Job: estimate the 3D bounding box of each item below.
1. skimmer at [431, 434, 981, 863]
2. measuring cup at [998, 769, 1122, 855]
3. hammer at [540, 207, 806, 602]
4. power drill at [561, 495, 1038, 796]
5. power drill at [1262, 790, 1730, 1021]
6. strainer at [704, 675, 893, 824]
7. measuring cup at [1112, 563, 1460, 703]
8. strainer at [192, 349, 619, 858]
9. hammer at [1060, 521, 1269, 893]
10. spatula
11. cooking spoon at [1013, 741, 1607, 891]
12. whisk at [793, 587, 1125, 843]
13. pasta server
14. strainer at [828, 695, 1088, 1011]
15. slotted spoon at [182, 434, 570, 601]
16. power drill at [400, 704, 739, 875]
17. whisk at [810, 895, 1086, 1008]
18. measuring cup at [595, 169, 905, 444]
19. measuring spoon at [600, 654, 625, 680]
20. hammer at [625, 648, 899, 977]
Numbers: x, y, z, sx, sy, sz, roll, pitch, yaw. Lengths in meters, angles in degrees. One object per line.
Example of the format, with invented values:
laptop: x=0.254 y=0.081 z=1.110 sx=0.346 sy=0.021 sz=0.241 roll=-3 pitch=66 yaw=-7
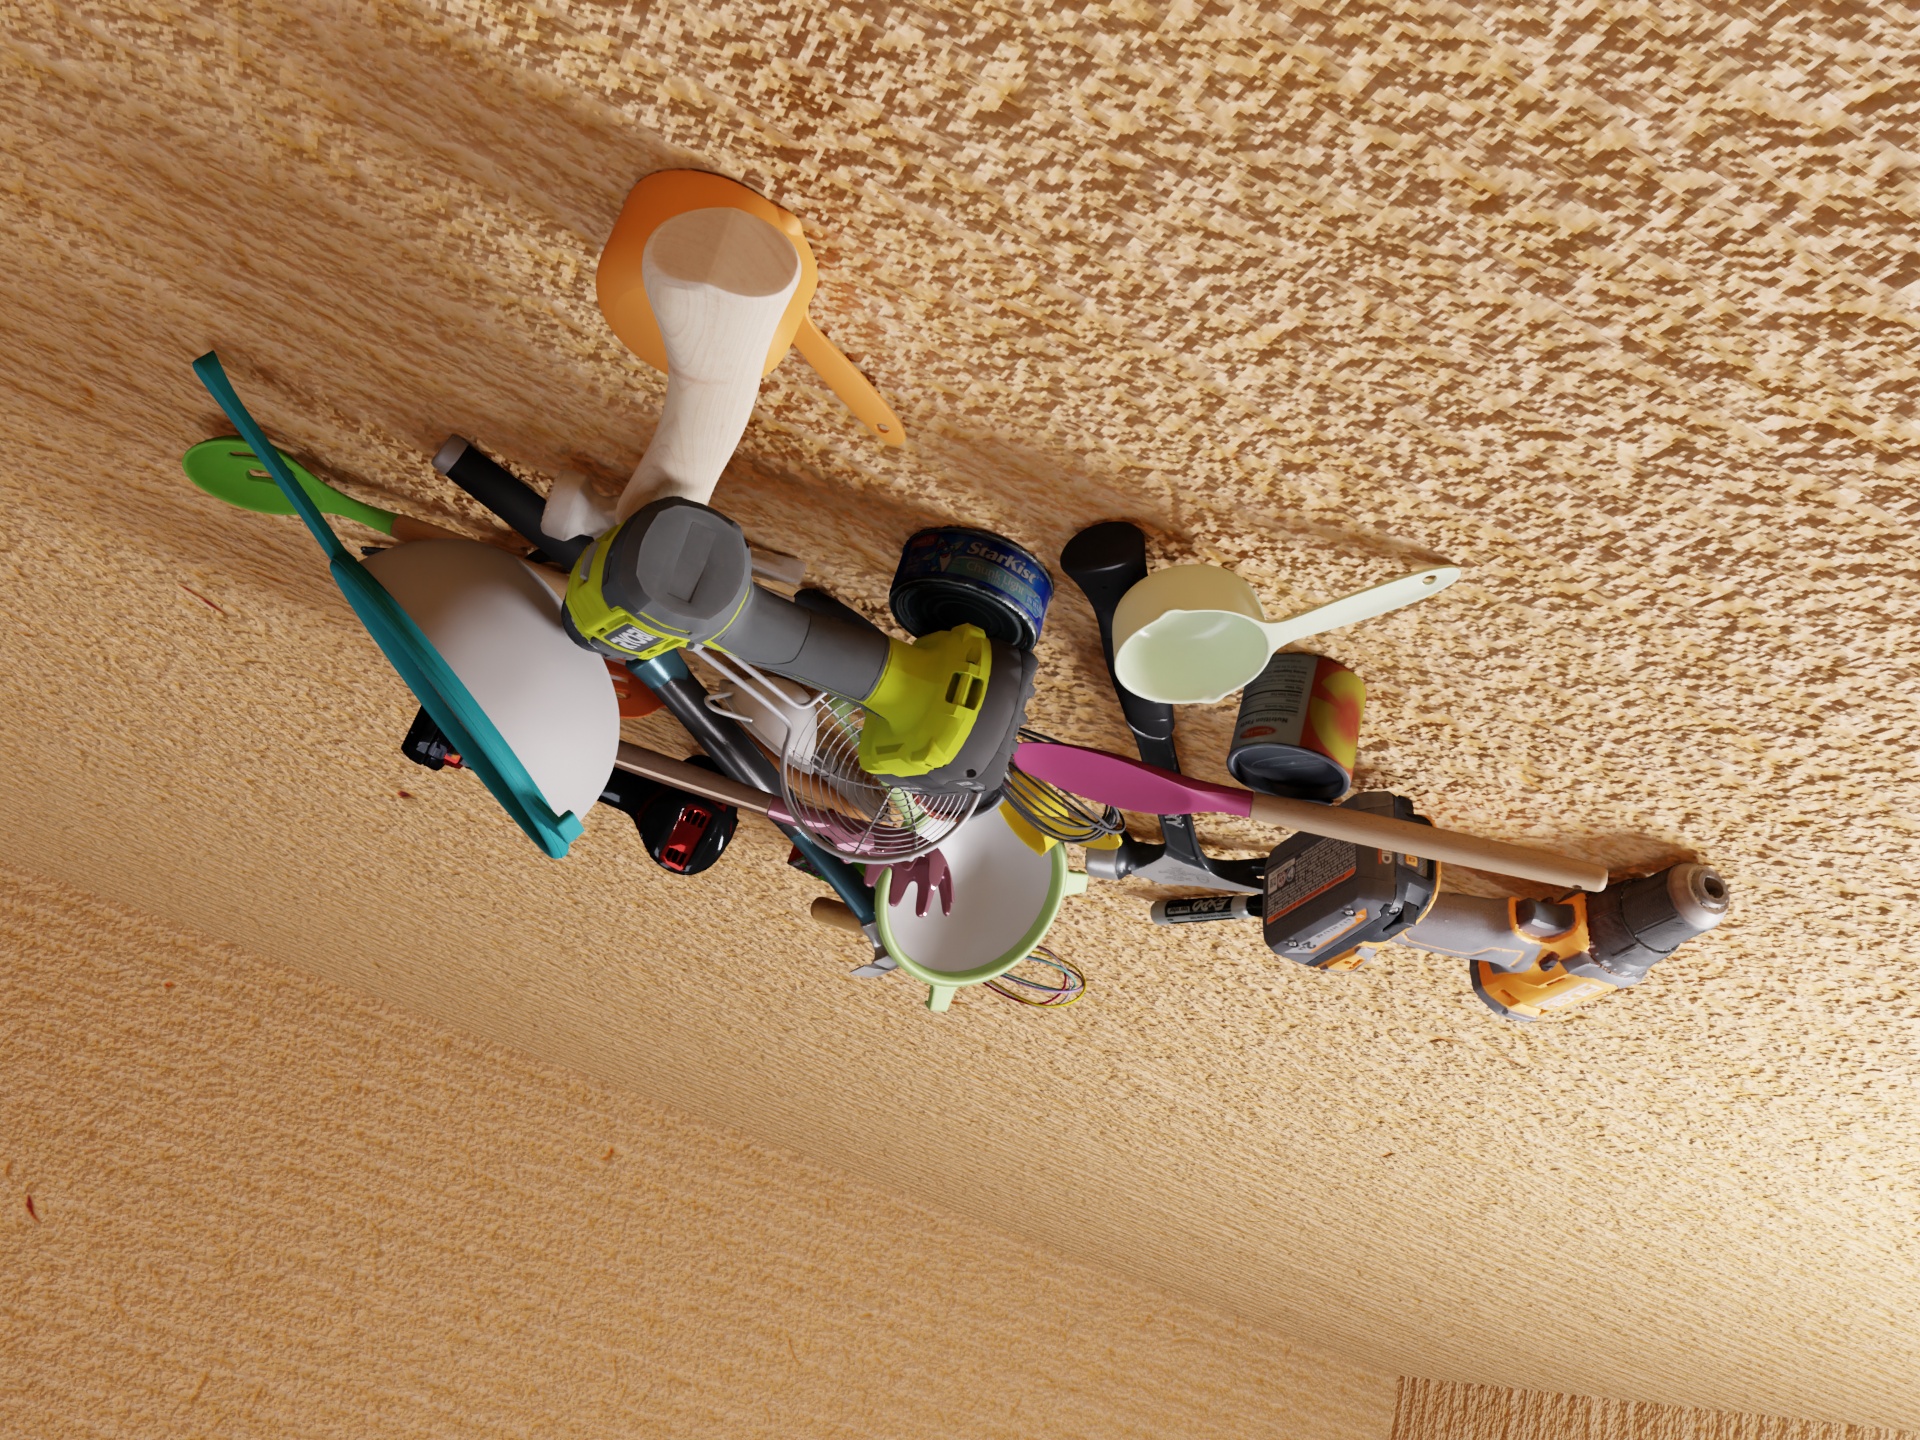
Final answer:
skimmer: x=-0.144 y=-0.048 z=0.928 sx=0.363 sy=0.127 sz=0.090 roll=38 pitch=166 yaw=-21
measuring cup: x=0.070 y=0.062 z=1.030 sx=0.062 sy=0.029 sz=0.156 roll=58 pitch=160 yaw=-16
hammer: x=-0.111 y=-0.121 z=0.710 sx=0.146 sy=0.038 sz=0.410 roll=19 pitch=169 yaw=-12
power drill: x=-0.094 y=-0.035 z=0.827 sx=0.228 sy=0.080 sz=0.190 roll=23 pitch=166 yaw=-22
power drill: x=0.321 y=0.112 z=0.959 sx=0.226 sy=0.084 sz=0.185 roll=17 pitch=149 yaw=-16
strainer: x=-0.098 y=0.024 z=1.108 sx=0.087 sy=0.050 sz=0.258 roll=50 pitch=-179 yaw=31
measuring cup: x=0.153 y=-0.057 z=0.766 sx=0.167 sy=0.038 sz=0.083 roll=-17 pitch=143 yaw=15
strainer: x=-0.297 y=-0.081 z=0.912 sx=0.340 sy=0.095 sz=0.211 roll=56 pitch=162 yaw=-8
hammer: x=0.119 y=0.012 z=0.944 sx=0.149 sy=0.036 sz=0.408 roll=8 pitch=153 yaw=18
spatula: x=-0.162 y=0.019 z=1.133 sx=0.041 sy=0.081 sz=0.322 roll=-24 pitch=141 yaw=30
cooking spoon: x=0.183 y=0.051 z=0.859 sx=0.319 sy=0.017 sz=0.068 roll=12 pitch=156 yaw=11
whisk: x=-0.001 y=-0.004 z=0.939 sx=0.239 sy=0.055 sz=0.055 roll=37 pitch=153 yaw=-3
pasta server: x=-0.149 y=0.052 z=1.014 sx=0.316 sy=0.040 sz=0.060 roll=19 pitch=150 yaw=0
strainer: x=-0.029 y=0.070 z=1.112 sx=0.256 sy=0.151 sz=0.069 roll=57 pitch=167 yaw=-28
slotted spoon: x=-0.321 y=-0.109 z=0.974 sx=0.313 sy=0.031 sz=0.070 roll=21 pitch=148 yaw=-1
power drill: x=-0.262 y=0.025 z=1.132 sx=0.226 sy=0.080 sz=0.188 roll=27 pitch=-173 yaw=-10
whisk: x=-0.014 y=0.184 z=1.284 sx=0.245 sy=0.047 sz=0.051 roll=14 pitch=160 yaw=22
measuring cup: x=-0.085 y=-0.160 z=0.698 sx=0.095 sy=0.052 sz=0.173 roll=-5 pitch=145 yaw=40
measuring spoon: x=-0.286 y=-0.055 z=1.094 sx=0.124 sy=0.018 sz=0.034 roll=25 pitch=155 yaw=-13
hammer: x=-0.122 y=0.061 z=1.098 sx=0.033 sy=0.128 sz=0.330 roll=-27 pitch=126 yaw=14
